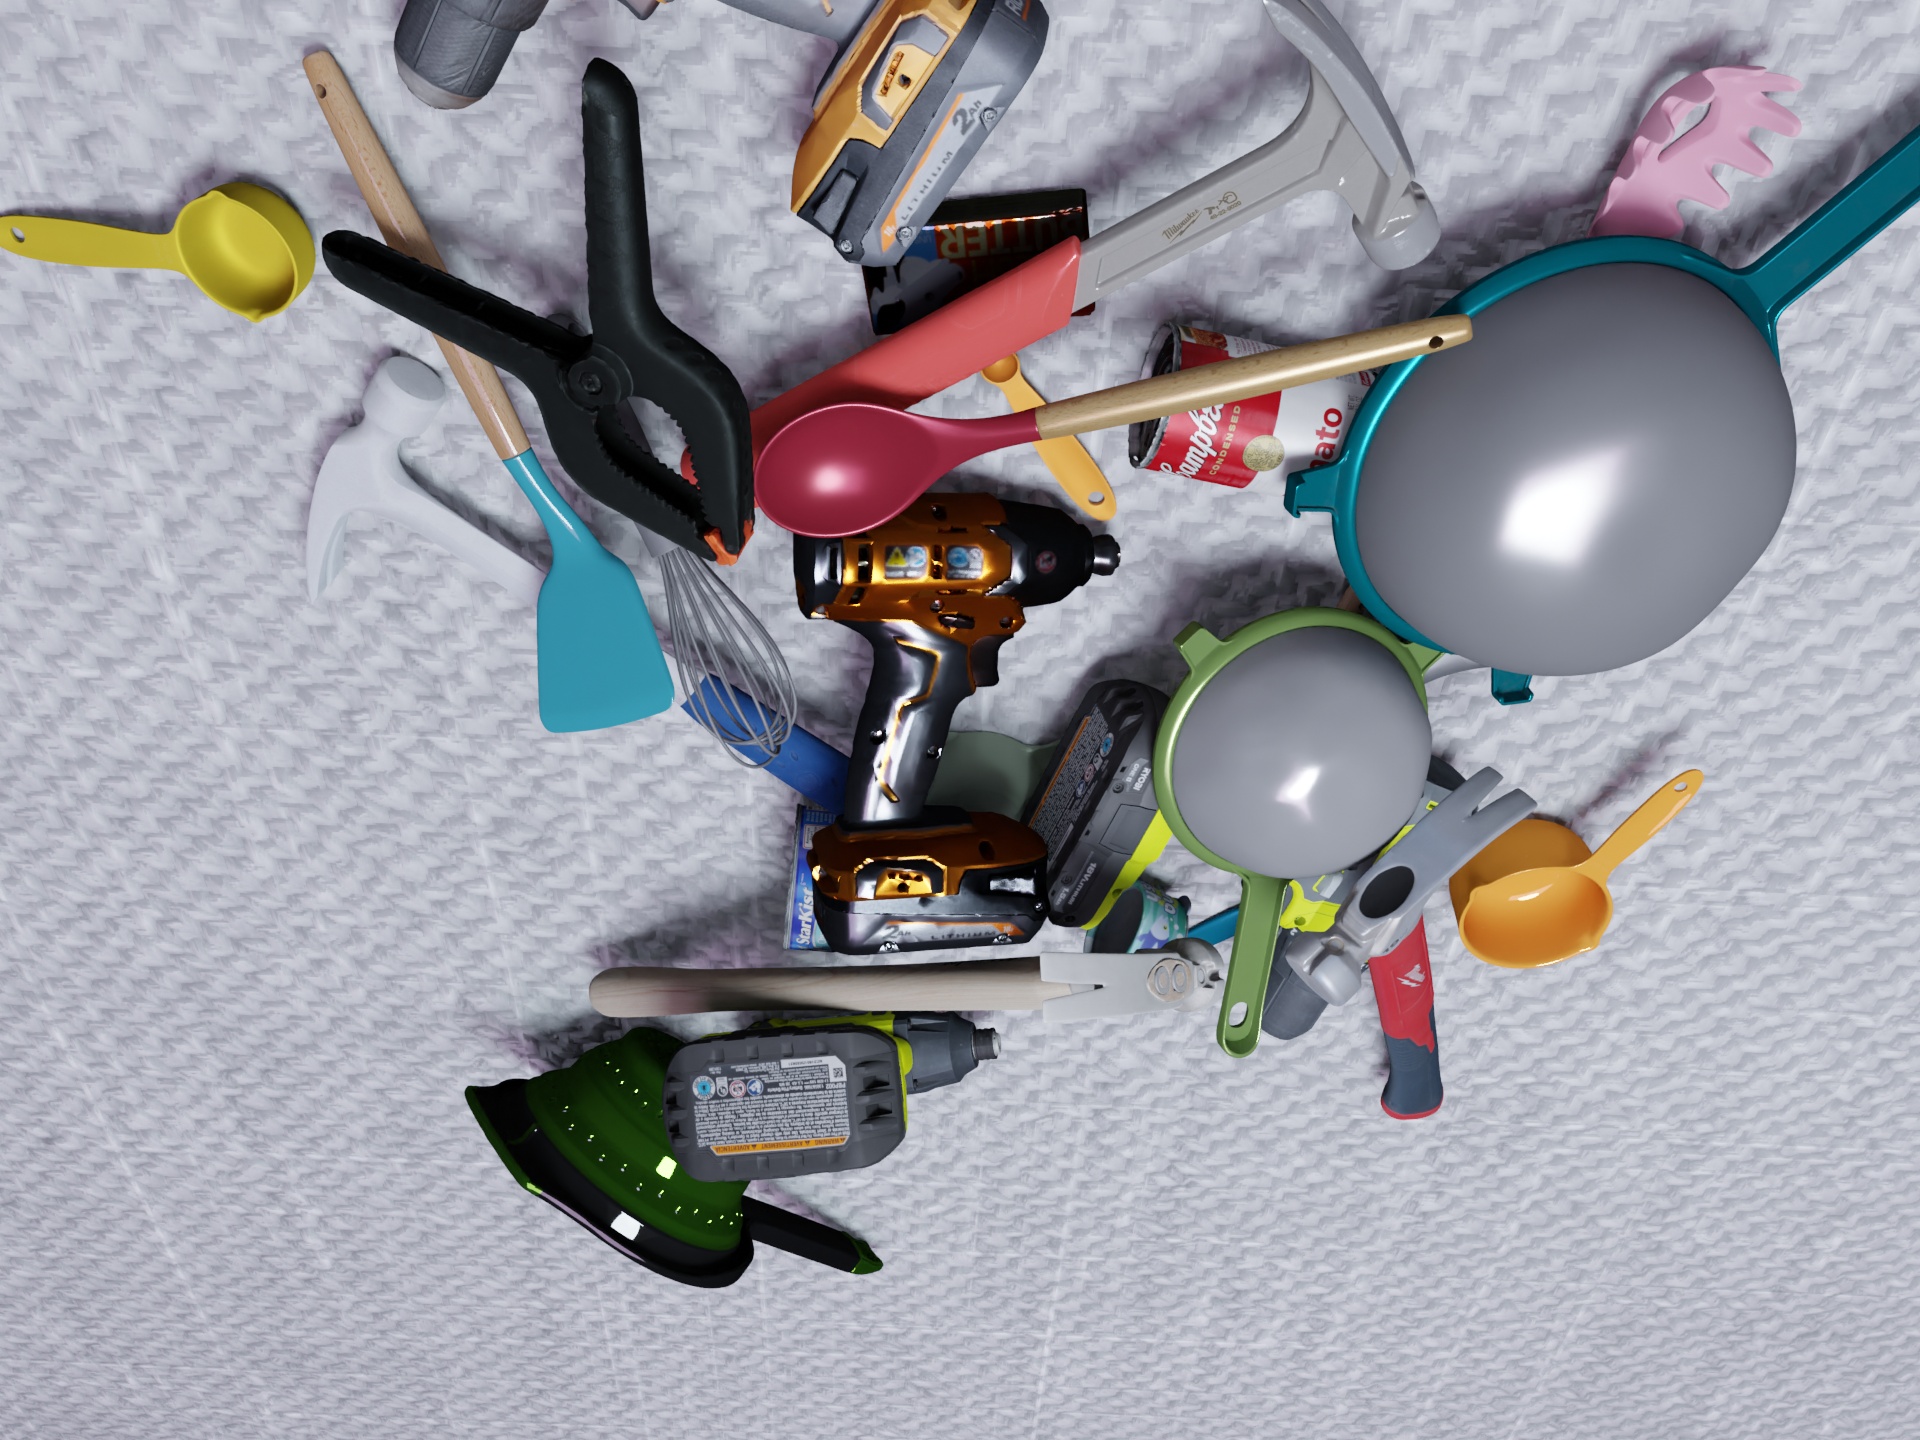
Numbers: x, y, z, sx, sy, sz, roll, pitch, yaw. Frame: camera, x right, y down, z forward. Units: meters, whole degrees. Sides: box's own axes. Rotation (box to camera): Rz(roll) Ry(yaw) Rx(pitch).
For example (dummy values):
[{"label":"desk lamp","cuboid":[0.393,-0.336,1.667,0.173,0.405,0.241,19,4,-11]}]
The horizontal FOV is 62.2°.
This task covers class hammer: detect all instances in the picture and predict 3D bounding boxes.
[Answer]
[{"label":"hammer","cuboid":[0.012,-0.179,0.686,0.359,0.037,0.149,-21,144,30]},{"label":"hammer","cuboid":[-0.069,0.148,0.883,0.411,0.038,0.146,-9,170,37]},{"label":"hammer","cuboid":[0.272,0.158,0.931,0.143,0.038,0.385,-42,149,-6]},{"label":"hammer","cuboid":[-0.154,-0.020,0.845,0.405,0.035,0.144,34,124,-17]}]

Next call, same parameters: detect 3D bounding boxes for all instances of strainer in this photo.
[{"label":"strainer","cuboid":[0.322,-0.134,0.670,0.210,0.095,0.340,34,115,-31]},{"label":"strainer","cuboid":[0.170,0.073,0.805,0.151,0.069,0.256,0,112,-16]}]

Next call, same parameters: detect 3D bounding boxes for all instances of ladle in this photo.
[{"label":"ladle","cuboid":[0.059,-0.135,0.691,0.315,0.031,0.069,-10,134,15]}]

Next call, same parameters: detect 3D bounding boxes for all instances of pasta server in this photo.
[{"label":"pasta server","cuboid":[0.263,-0.160,0.739,0.060,0.040,0.316,5,134,-25]}]

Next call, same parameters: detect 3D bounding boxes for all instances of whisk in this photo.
[{"label":"whisk","cuboid":[-0.143,-0.084,0.770,0.055,0.055,0.239,-21,105,18]}]

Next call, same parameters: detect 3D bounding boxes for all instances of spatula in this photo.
[{"label":"spatula","cuboid":[-0.219,-0.142,0.724,0.082,0.044,0.317,-10,117,27]}]

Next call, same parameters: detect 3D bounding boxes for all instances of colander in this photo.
[{"label":"colander","cuboid":[-0.155,0.306,1.109,0.094,0.205,0.396,-52,135,-2]}]

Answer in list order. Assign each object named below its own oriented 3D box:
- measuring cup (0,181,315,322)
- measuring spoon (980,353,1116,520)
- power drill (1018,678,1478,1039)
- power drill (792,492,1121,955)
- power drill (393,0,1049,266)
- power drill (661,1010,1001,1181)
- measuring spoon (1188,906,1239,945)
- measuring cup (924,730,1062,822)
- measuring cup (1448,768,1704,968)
[{"label":"measuring cup","cuboid":[-0.366,-0.219,0.721,0.156,0.029,0.062,8,131,10]},{"label":"measuring spoon","cuboid":[0.045,-0.140,0.781,0.021,0.011,0.116,-27,128,21]},{"label":"power drill","cuboid":[0.153,0.083,0.892,0.228,0.080,0.190,18,113,-20]},{"label":"power drill","cuboid":[-0.001,-0.003,0.807,0.164,0.084,0.226,-2,104,-13]},{"label":"power drill","cuboid":[-0.103,-0.275,0.627,0.226,0.084,0.185,31,127,-18]},{"label":"power drill","cuboid":[-0.074,0.214,0.969,0.171,0.223,0.080,-7,85,10]},{"label":"measuring spoon","cuboid":[0.144,0.150,1.014,0.128,0.021,0.042,-32,123,27]},{"label":"measuring cup","cuboid":[0.050,0.032,0.905,0.167,0.038,0.083,-19,127,20]},{"label":"measuring cup","cuboid":[0.357,0.072,0.924,0.095,0.052,0.173,24,125,-18]}]
